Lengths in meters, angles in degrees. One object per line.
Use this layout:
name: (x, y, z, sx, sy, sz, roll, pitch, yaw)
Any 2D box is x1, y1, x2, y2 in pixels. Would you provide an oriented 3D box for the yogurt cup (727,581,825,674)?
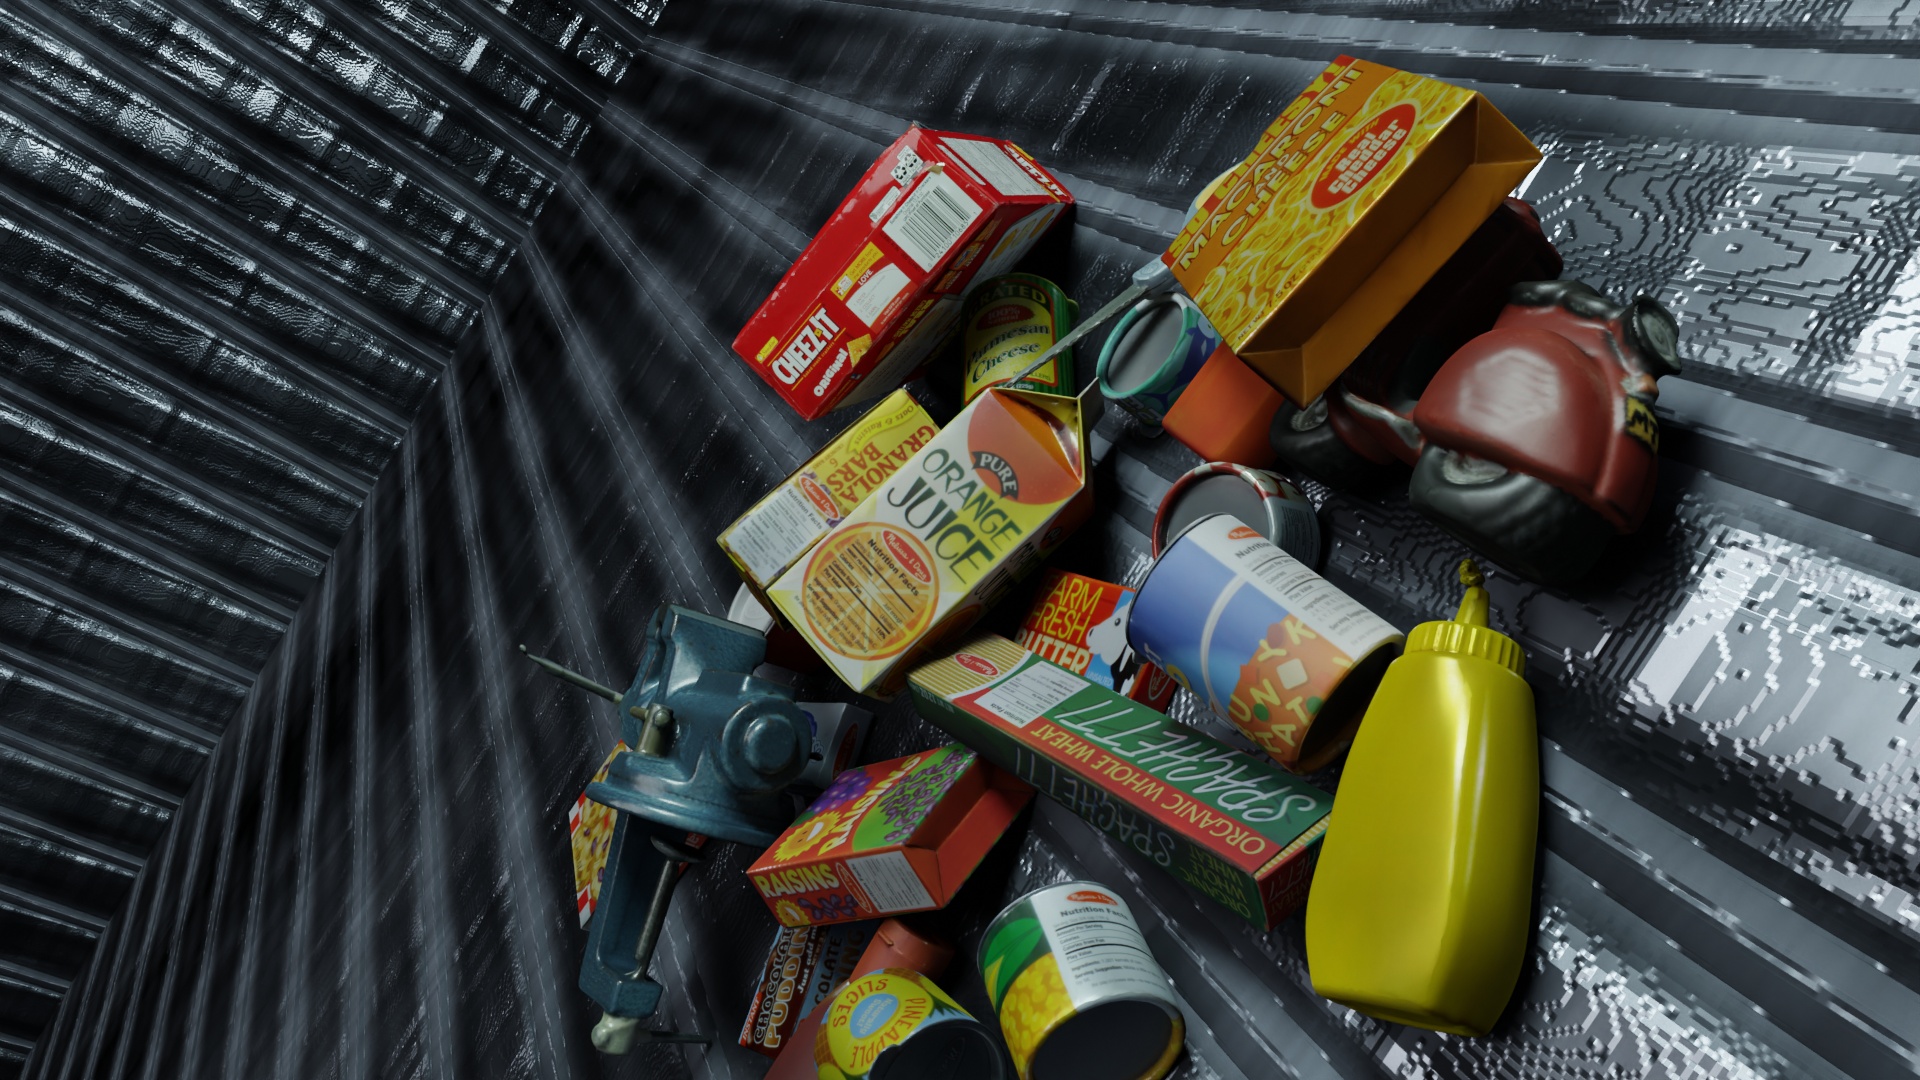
yogurt cup: (-0.110, 0.051, 0.892, 0.072, 0.054, 0.073, -37, 37, 34)

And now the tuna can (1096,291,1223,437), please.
tuna can: (0.103, -0.092, 0.721, 0.071, 0.033, 0.071, -37, 37, 34)

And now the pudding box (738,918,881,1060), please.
pudding box: (-0.077, 0.225, 0.712, 0.049, 0.030, 0.084, -8, 57, 54)

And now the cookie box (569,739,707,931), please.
cookie box: (-0.201, 0.166, 0.940, 0.167, 0.040, 0.123, -53, 31, 12)

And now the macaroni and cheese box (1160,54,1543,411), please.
macaroni and cheese box: (0.150, -0.136, 0.576, 0.123, 0.040, 0.167, -48, 18, 16)

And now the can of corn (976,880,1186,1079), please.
can of corn: (0.045, 0.178, 0.537, 0.071, 0.071, 0.058, -51, 31, 15)

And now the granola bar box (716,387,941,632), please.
granola bar box: (-0.069, -0.012, 0.779, 0.124, 0.039, 0.165, -40, -7, -10)

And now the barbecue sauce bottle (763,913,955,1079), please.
barbecue sauce bottle: (-0.055, 0.246, 0.648, 0.065, 0.043, 0.148, 29, 88, 53)

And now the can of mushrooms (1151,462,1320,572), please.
can of mushrooms: (0.116, 0.000, 0.598, 0.071, 0.033, 0.071, -7, 80, 44)

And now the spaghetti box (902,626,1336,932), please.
spaghetti box: (0.059, 0.090, 0.590, 0.050, 0.028, 0.250, -29, 26, -24)

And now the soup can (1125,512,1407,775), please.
soup can: (0.114, 0.041, 0.528, 0.084, 0.071, 0.071, 39, 98, 33)

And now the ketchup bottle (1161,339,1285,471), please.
ketchup bottle: (0.156, -0.097, 0.637, 0.148, 0.043, 0.065, -54, 27, 9)

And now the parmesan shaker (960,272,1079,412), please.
parmesan shaker: (0.036, -0.096, 0.795, 0.071, 0.071, 0.103, -37, 37, 34)

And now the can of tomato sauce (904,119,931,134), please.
can of tomato sauce: (-0.032, -0.259, 1.038, 0.083, 0.071, 0.071, -51, 31, 16)

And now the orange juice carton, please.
orange juice carton: (0.003, -0.009, 0.708, 0.193, 0.073, 0.071, -43, -14, -1)

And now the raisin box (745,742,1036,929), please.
raisin box: (-0.035, 0.143, 0.675, 0.123, 0.040, 0.086, -21, 16, 44)

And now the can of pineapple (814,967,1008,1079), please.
can of pineapple: (-0.023, 0.223, 0.594, 0.058, 0.071, 0.071, 14, 75, 59)

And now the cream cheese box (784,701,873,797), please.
cream cheese box: (-0.095, 0.125, 0.834, 0.103, 0.024, 0.053, -9, 55, 53)

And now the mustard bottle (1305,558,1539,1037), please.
mustard bottle: (0.162, 0.080, 0.466, 0.065, 0.049, 0.161, -9, 55, 54)

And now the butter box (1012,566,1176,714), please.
butter box: (0.066, 0.047, 0.662, 0.103, 0.024, 0.053, 15, 77, 59)
